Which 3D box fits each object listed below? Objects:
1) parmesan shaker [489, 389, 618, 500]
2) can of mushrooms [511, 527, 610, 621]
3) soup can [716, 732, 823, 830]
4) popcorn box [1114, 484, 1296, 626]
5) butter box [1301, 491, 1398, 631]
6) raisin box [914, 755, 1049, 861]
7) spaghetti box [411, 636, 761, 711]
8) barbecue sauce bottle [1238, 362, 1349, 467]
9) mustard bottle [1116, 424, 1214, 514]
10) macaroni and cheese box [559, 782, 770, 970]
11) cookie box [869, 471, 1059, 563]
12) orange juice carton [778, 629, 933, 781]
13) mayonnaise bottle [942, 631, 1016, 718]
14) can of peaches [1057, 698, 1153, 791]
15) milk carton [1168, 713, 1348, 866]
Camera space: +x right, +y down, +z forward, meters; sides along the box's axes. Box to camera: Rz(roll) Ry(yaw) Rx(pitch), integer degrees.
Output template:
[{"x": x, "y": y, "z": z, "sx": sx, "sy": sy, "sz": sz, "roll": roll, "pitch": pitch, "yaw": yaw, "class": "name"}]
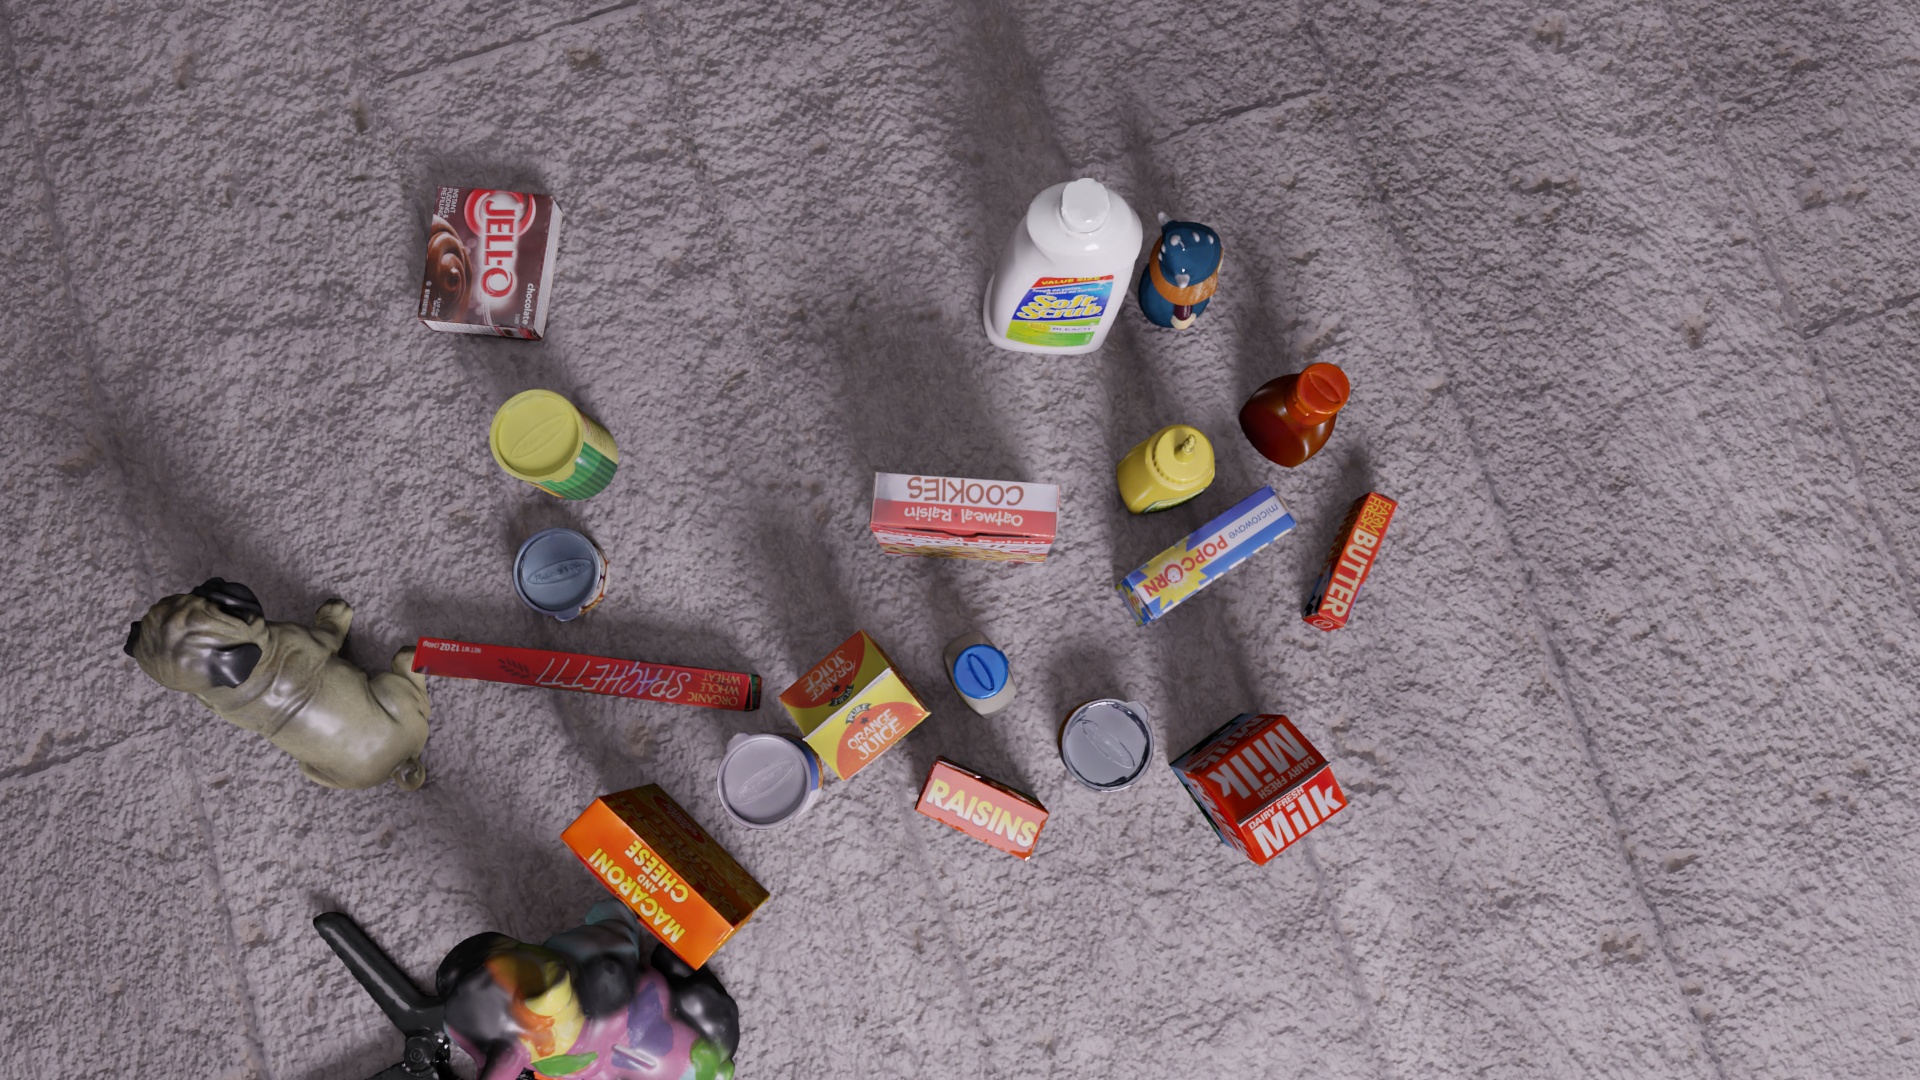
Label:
[{"x": -0.296, "y": -0.066, "z": 1.026, "sx": 0.071, "sy": 0.103, "sz": 0.071, "roll": 0, "pitch": 83, "yaw": 0, "class": "parmesan shaker"}, {"x": -0.300, "y": 0.027, "z": 1.048, "sx": 0.071, "sy": 0.033, "sz": 0.071, "roll": 0, "pitch": 83, "yaw": 0, "class": "can of mushrooms"}, {"x": -0.137, "y": 0.170, "z": 1.003, "sx": 0.071, "sy": 0.083, "sz": 0.071, "roll": 0, "pitch": 83, "yaw": 0, "class": "soup can"}, {"x": 0.179, "y": 0.013, "z": 1.023, "sx": 0.127, "sy": 0.085, "sz": 0.038, "roll": -33, "pitch": 84, "yaw": -4, "class": "popcorn box"}, {"x": 0.290, "y": 0.016, "z": 1.038, "sx": 0.024, "sy": 0.053, "sz": 0.103, "roll": 25, "pitch": 83, "yaw": 3, "class": "butter box"}, {"x": 0.015, "y": 0.187, "z": 0.981, "sx": 0.086, "sy": 0.123, "sz": 0.040, "roll": 25, "pitch": 84, "yaw": 3, "class": "raisin box"}, {"x": -0.273, "y": 0.100, "z": 1.030, "sx": 0.250, "sy": 0.050, "sz": 0.029, "roll": 6, "pitch": 83, "yaw": 1, "class": "spaghetti box"}, {"x": 0.244, "y": -0.093, "z": 1.004, "sx": 0.044, "sy": 0.148, "sz": 0.065, "roll": -44, "pitch": 85, "yaw": -5, "class": "barbecue sauce bottle"}, {"x": 0.150, "y": -0.053, "z": 0.993, "sx": 0.065, "sy": 0.160, "sz": 0.049, "roll": -18, "pitch": 83, "yaw": -2, "class": "mustard bottle"}, {"x": -0.198, "y": 0.226, "z": 0.954, "sx": 0.124, "sy": 0.166, "sz": 0.040, "roll": 42, "pitch": 85, "yaw": 5, "class": "macaroni and cheese box"}, {"x": 0.004, "y": -0.012, "z": 0.985, "sx": 0.123, "sy": 0.167, "sz": 0.040, "roll": 3, "pitch": 83, "yaw": 1, "class": "cookie box"}, {"x": -0.070, "y": 0.113, "z": 0.956, "sx": 0.072, "sy": 0.192, "sz": 0.073, "roll": -38, "pitch": 84, "yaw": -4, "class": "orange juice carton"}, {"x": 0.013, "y": 0.094, "z": 0.980, "sx": 0.041, "sy": 0.148, "sz": 0.065, "roll": -31, "pitch": 84, "yaw": -3, "class": "mayonnaise bottle"}, {"x": 0.107, "y": 0.147, "z": 1.018, "sx": 0.071, "sy": 0.058, "sz": 0.071, "roll": 0, "pitch": 83, "yaw": 0, "class": "can of peaches"}, {"x": 0.202, "y": 0.167, "z": 0.949, "sx": 0.072, "sy": 0.190, "sz": 0.073, "roll": -34, "pitch": 84, "yaw": -4, "class": "milk carton"}]
